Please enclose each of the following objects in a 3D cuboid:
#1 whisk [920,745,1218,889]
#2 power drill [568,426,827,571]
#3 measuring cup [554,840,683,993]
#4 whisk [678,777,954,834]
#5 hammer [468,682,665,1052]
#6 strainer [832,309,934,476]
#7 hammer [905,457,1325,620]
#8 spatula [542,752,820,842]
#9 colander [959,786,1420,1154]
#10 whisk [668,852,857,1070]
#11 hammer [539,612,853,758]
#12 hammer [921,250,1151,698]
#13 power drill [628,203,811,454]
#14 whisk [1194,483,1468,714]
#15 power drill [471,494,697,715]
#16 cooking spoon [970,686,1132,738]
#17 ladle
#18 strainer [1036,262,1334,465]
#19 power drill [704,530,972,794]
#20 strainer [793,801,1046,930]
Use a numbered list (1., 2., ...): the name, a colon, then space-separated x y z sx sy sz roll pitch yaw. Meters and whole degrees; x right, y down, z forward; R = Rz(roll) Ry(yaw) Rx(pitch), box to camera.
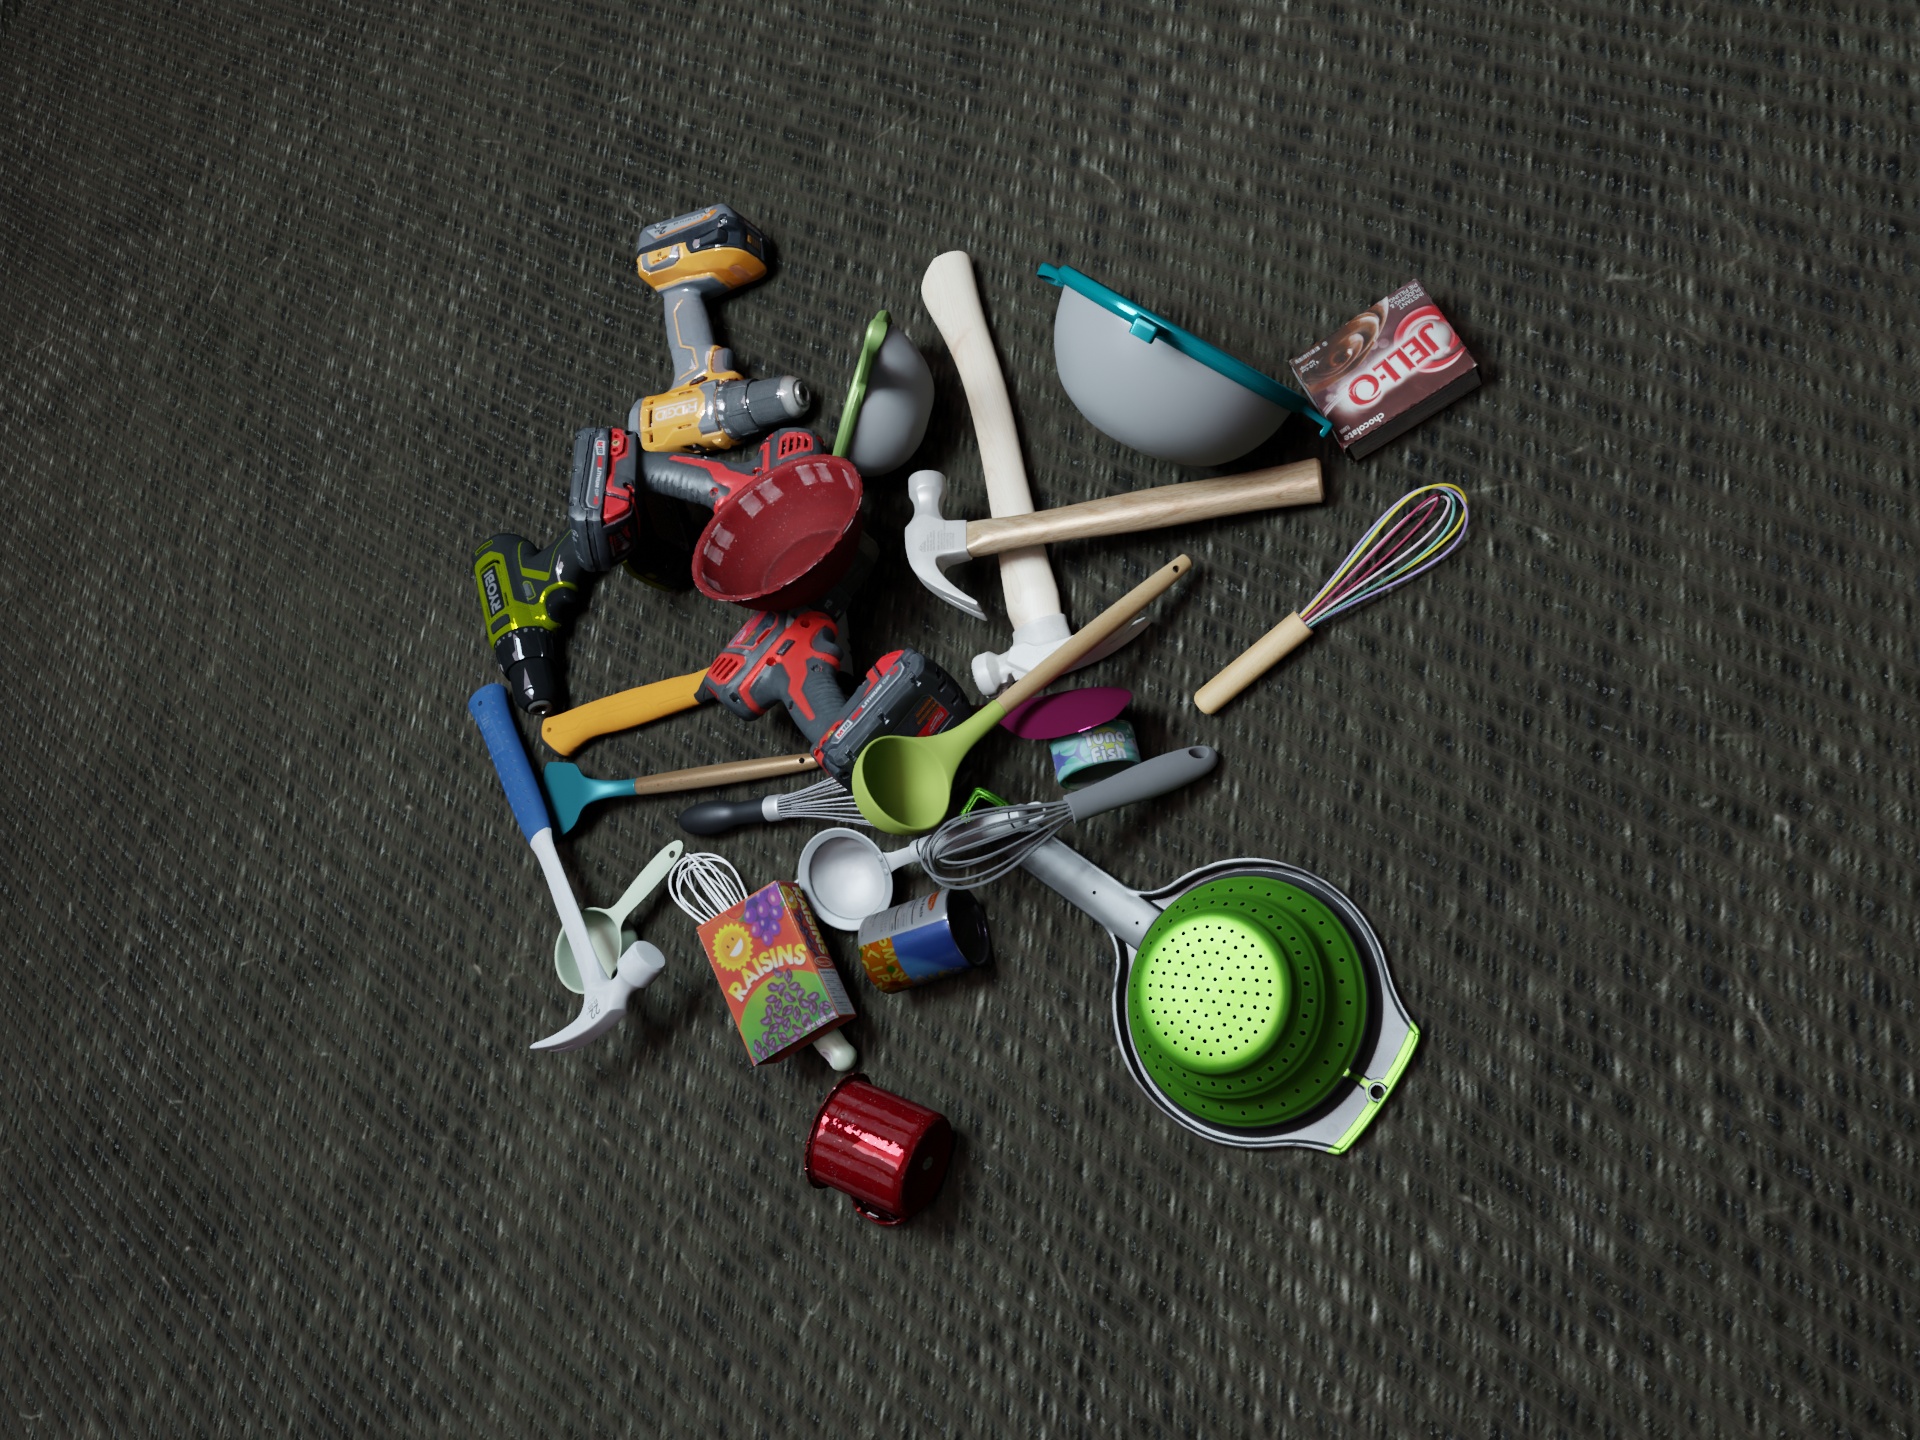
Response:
1. whisk: 0.083 0.067 1.175 0.239 0.055 0.055 -21 63 -9
2. power drill: -0.226 -0.189 1.397 0.219 0.078 0.143 0 60 -5
3. measuring cup: -0.291 0.173 1.411 0.167 0.038 0.083 -49 59 7
4. whisk: -0.129 0.070 1.341 0.284 0.070 0.070 -10 72 33
5. hammer: -0.381 0.118 1.441 0.144 0.035 0.406 -47 50 17
6. strainer: -0.054 -0.273 1.311 0.069 0.256 0.151 18 84 -5
7. hammer: 0.116 -0.158 1.243 0.331 0.031 0.130 -8 67 16
8. spatula: -0.262 0.057 1.436 0.317 0.044 0.082 -8 74 22
9. colander: 0.130 0.152 1.146 0.397 0.094 0.204 34 94 32
10. whisk: -0.164 0.198 1.330 0.059 0.057 0.247 -30 60 -27
11. hammer: -0.248 -0.035 1.446 0.337 0.034 0.127 -16 70 25
12. hammer: 0.042 -0.227 1.337 0.146 0.038 0.411 -21 66 21
13. power drill: -0.225 -0.365 1.501 0.185 0.084 0.226 -7 77 27
14. whisk: 0.267 -0.089 1.169 0.245 0.047 0.051 -41 62 17
15. power drill: -0.362 -0.130 1.513 0.228 0.080 0.191 -32 62 21
16. cooking spoon: -0.002 -0.004 1.276 0.319 0.017 0.069 -4 31 39
17. ladle: 0.053 -0.027 1.189 0.320 0.062 0.078 -38 89 -9
18. strainer: 0.122 -0.279 1.244 0.095 0.210 0.341 -62 33 15
19. power drill: -0.091 -0.050 1.285 0.188 0.080 0.227 -50 46 -5
20. strainer: -0.036 0.107 1.265 0.258 0.050 0.087 -21 92 32
